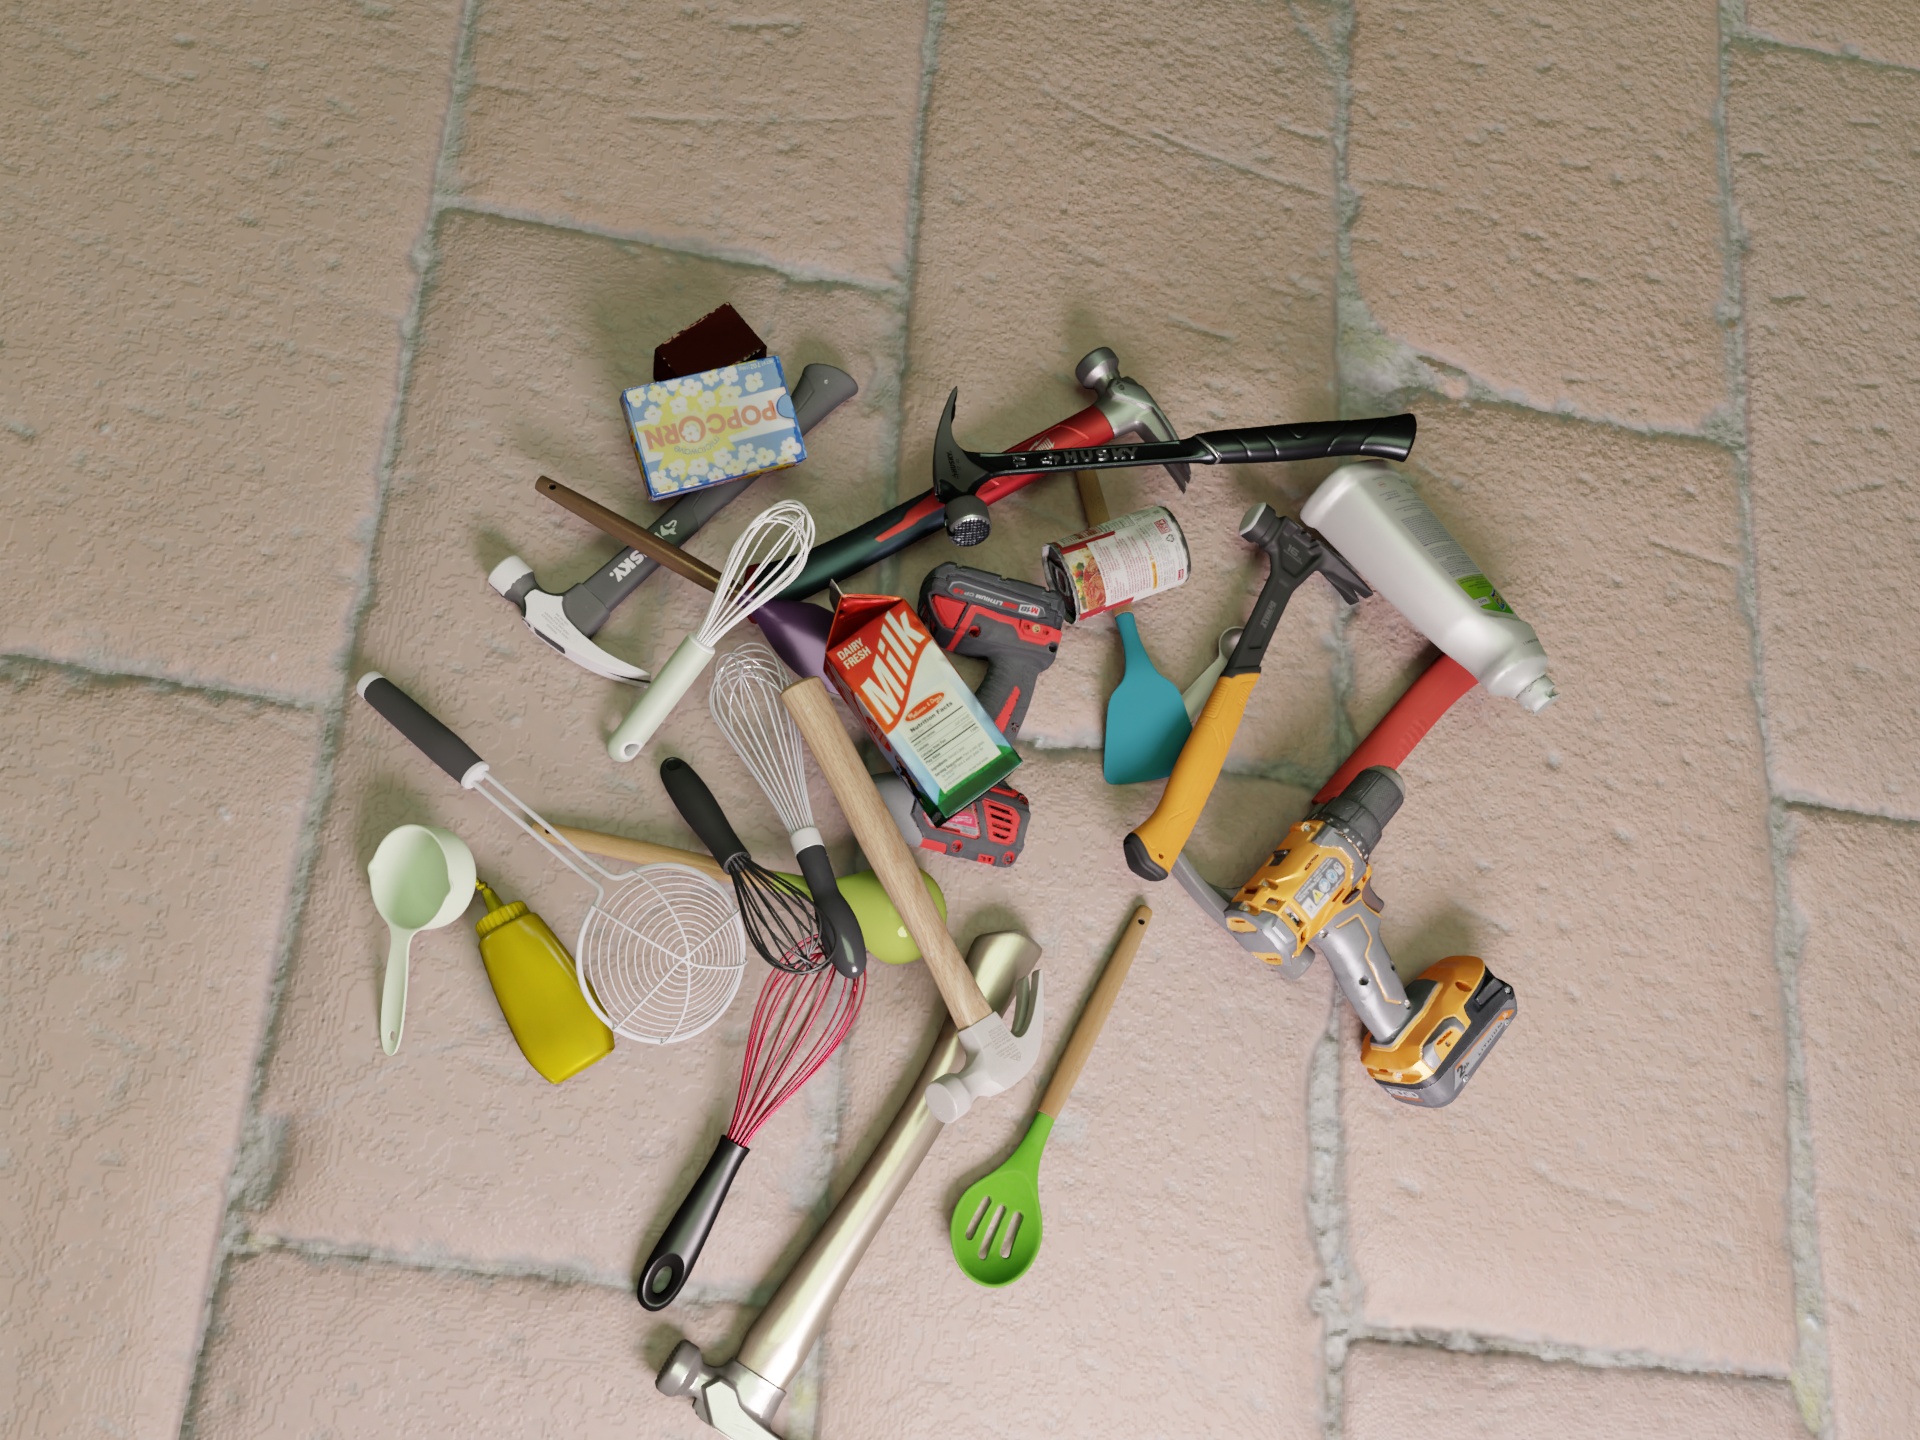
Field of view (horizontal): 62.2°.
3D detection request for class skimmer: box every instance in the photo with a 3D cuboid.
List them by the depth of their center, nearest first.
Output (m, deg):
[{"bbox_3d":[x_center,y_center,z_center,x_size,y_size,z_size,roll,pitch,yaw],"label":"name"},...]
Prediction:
[{"bbox_3d":[-0.311,0.090,1.170,0.363,0.090,0.127,36,63,17],"label":"skimmer"}]

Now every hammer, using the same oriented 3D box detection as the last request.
[{"bbox_3d":[-0.040,0.117,1.162,0.130,0.031,0.331,-22,82,-43],"label":"hammer"},{"bbox_3d":[-0.047,0.338,1.166,0.146,0.038,0.411,34,71,-2],"label":"hammer"},{"bbox_3d":[-0.204,-0.171,1.277,0.146,0.035,0.335,43,72,4],"label":"hammer"},{"bbox_3d":[0.176,-0.220,1.283,0.409,0.036,0.149,-6,54,-10],"label":"hammer"},{"bbox_3d":[0.223,-0.014,1.288,0.127,0.034,0.337,35,67,-13],"label":"hammer"},{"bbox_3d":[0.001,-0.168,1.299,0.386,0.038,0.143,-29,74,-14],"label":"hammer"},{"bbox_3d":[0.327,0.037,1.318,0.149,0.036,0.359,43,72,3],"label":"hammer"}]

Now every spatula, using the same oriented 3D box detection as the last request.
[{"bbox_3d":[-0.192,-0.106,1.224,0.316,0.018,0.060,30,72,4],"label":"spatula"},{"bbox_3d":[0.127,-0.106,1.326,0.082,0.044,0.318,-11,71,-4],"label":"spatula"}]

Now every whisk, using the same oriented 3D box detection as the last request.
[{"bbox_3d":[-0.154,0.287,1.152,0.073,0.073,0.296,28,78,-2],"label":"whisk"},{"bbox_3d":[-0.161,0.101,1.158,0.055,0.055,0.239,-30,51,-17],"label":"whisk"},{"bbox_3d":[-0.124,0.063,1.185,0.070,0.070,0.285,-17,64,-15],"label":"whisk"},{"bbox_3d":[-0.191,-0.065,1.197,0.246,0.057,0.059,-51,52,11],"label":"whisk"}]

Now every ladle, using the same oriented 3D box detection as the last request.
[{"bbox_3d":[-0.167,0.120,1.207,0.320,0.062,0.078,12,69,0],"label":"ladle"}]

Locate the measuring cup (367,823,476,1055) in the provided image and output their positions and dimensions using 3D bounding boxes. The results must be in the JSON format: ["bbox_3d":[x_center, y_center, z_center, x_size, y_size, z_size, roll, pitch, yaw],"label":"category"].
[{"bbox_3d":[-0.391,0.158,1.151,0.083,0.038,0.167,9,92,27],"label":"measuring cup"}]

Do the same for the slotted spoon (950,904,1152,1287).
[{"bbox_3d":[0.078,0.279,1.211,0.070,0.031,0.314,29,70,-2],"label":"slotted spoon"}]

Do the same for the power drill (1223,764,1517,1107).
[{"bbox_3d":[0.332,0.163,1.237,0.226,0.084,0.185,48,69,-10],"label":"power drill"}]

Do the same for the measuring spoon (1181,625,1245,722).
[{"bbox_3d":[0.203,-0.028,1.327,0.034,0.018,0.124,40,79,3],"label":"measuring spoon"}]

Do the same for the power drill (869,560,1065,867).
[{"bbox_3d":[-0.002,-0.004,1.250,0.143,0.078,0.220,14,76,-6],"label":"power drill"}]
